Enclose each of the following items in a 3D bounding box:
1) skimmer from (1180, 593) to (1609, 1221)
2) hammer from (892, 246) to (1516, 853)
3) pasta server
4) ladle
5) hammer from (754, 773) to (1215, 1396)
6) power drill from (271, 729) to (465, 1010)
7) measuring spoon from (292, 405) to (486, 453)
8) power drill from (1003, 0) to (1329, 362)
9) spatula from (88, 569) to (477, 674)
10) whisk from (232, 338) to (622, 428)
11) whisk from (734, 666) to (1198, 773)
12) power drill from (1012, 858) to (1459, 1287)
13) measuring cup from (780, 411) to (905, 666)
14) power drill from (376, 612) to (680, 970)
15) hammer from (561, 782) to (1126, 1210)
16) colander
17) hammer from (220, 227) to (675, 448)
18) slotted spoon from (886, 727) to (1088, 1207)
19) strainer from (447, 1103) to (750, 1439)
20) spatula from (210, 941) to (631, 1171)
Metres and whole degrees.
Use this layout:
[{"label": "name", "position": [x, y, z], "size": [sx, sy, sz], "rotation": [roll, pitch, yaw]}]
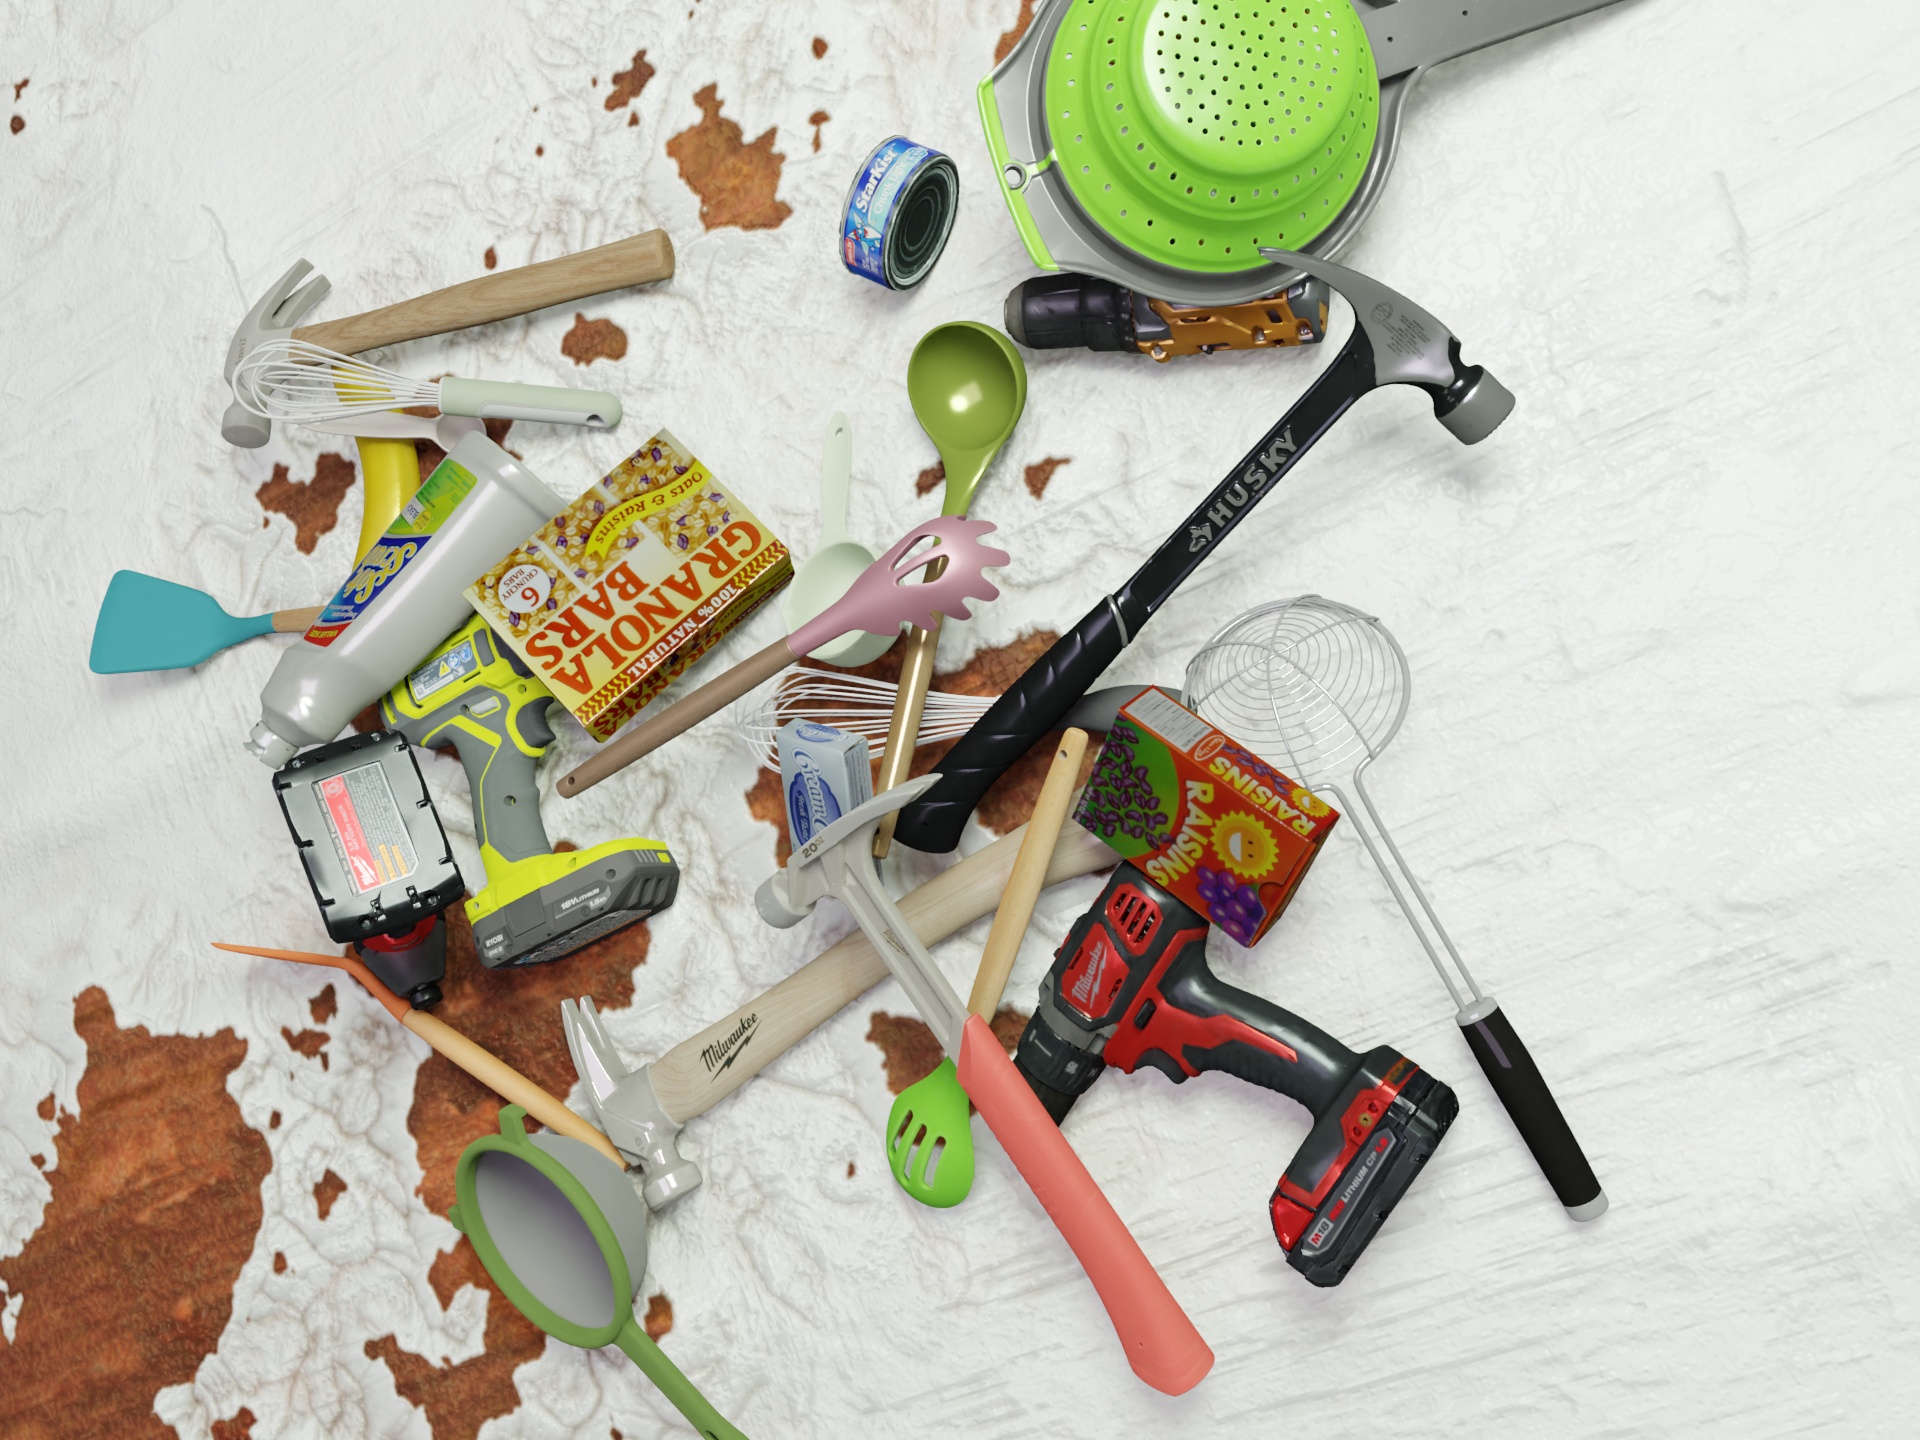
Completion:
[{"label": "skimmer", "position": [0.245, 0.099, 0.868], "size": [0.127, 0.090, 0.363], "rotation": [-30, 89, 6]}, {"label": "hammer", "position": [0.095, -0.071, 0.861], "size": [0.149, 0.036, 0.409], "rotation": [40, 111, -9]}, {"label": "pasta server", "position": [-0.113, -0.029, 0.924], "size": [0.316, 0.040, 0.060], "rotation": [-30, 70, 21]}, {"label": "ladle", "position": [-0.021, -0.079, 0.920], "size": [0.078, 0.062, 0.320], "rotation": [5, 76, 31]}, {"label": "hammer", "position": [0.031, 0.205, 0.868], "size": [0.149, 0.037, 0.359], "rotation": [-37, 87, 38]}, {"label": "power drill", "position": [-0.363, 0.101, 1.000], "size": [0.078, 0.219, 0.143], "rotation": [-21, 78, -22]}, {"label": "measuring spoon", "position": [-0.386, -0.198, 1.079], "size": [0.124, 0.018, 0.034], "rotation": [4, 74, -14]}, {"label": "power drill", "position": [0.113, -0.318, 0.905], "size": [0.185, 0.084, 0.226], "rotation": [-1, 93, 20]}, {"label": "spatula", "position": [-0.466, -0.074, 1.119], "size": [0.317, 0.044, 0.082], "rotation": [-3, 68, 18]}, {"label": "whisk", "position": [-0.345, -0.212, 1.037], "size": [0.246, 0.057, 0.059], "rotation": [4, 65, -7]}, {"label": "whisk", "position": [-0.002, -0.004, 0.947], "size": [0.284, 0.070, 0.070], "rotation": [-2, 88, 15]}, {"label": "power drill", "position": [0.134, 0.208, 0.880], "size": [0.227, 0.080, 0.188], "rotation": [36, 107, 21]}, {"label": "measuring cup", "position": [-0.068, -0.112, 0.987], "size": [0.083, 0.038, 0.168], "rotation": [-14, 67, 32]}, {"label": "power drill", "position": [-0.274, 0.034, 1.032], "size": [0.171, 0.080, 0.223], "rotation": [-27, 77, 18]}, {"label": "hammer", "position": [-0.066, 0.140, 0.974], "size": [0.410, 0.038, 0.146], "rotation": [-34, 76, 15]}, {"label": "colander", "position": [0.209, -0.346, 0.799], "size": [0.397, 0.094, 0.204], "rotation": [-20, 95, -3]}, {"label": "hammer", "position": [-0.349, -0.278, 1.074], "size": [0.331, 0.031, 0.130], "rotation": [-11, 65, 13]}, {"label": "slotted spoon", "position": [0.016, 0.148, 0.913], "size": [0.070, 0.031, 0.313], "rotation": [30, 110, 35]}, {"label": "strainer", "position": [-0.206, 0.348, 0.993], "size": [0.256, 0.069, 0.151], "rotation": [43, 130, 11]}, {"label": "spatula", "position": [-0.357, 0.219, 1.069], "size": [0.323, 0.081, 0.041], "rotation": [30, 82, 13]}]
